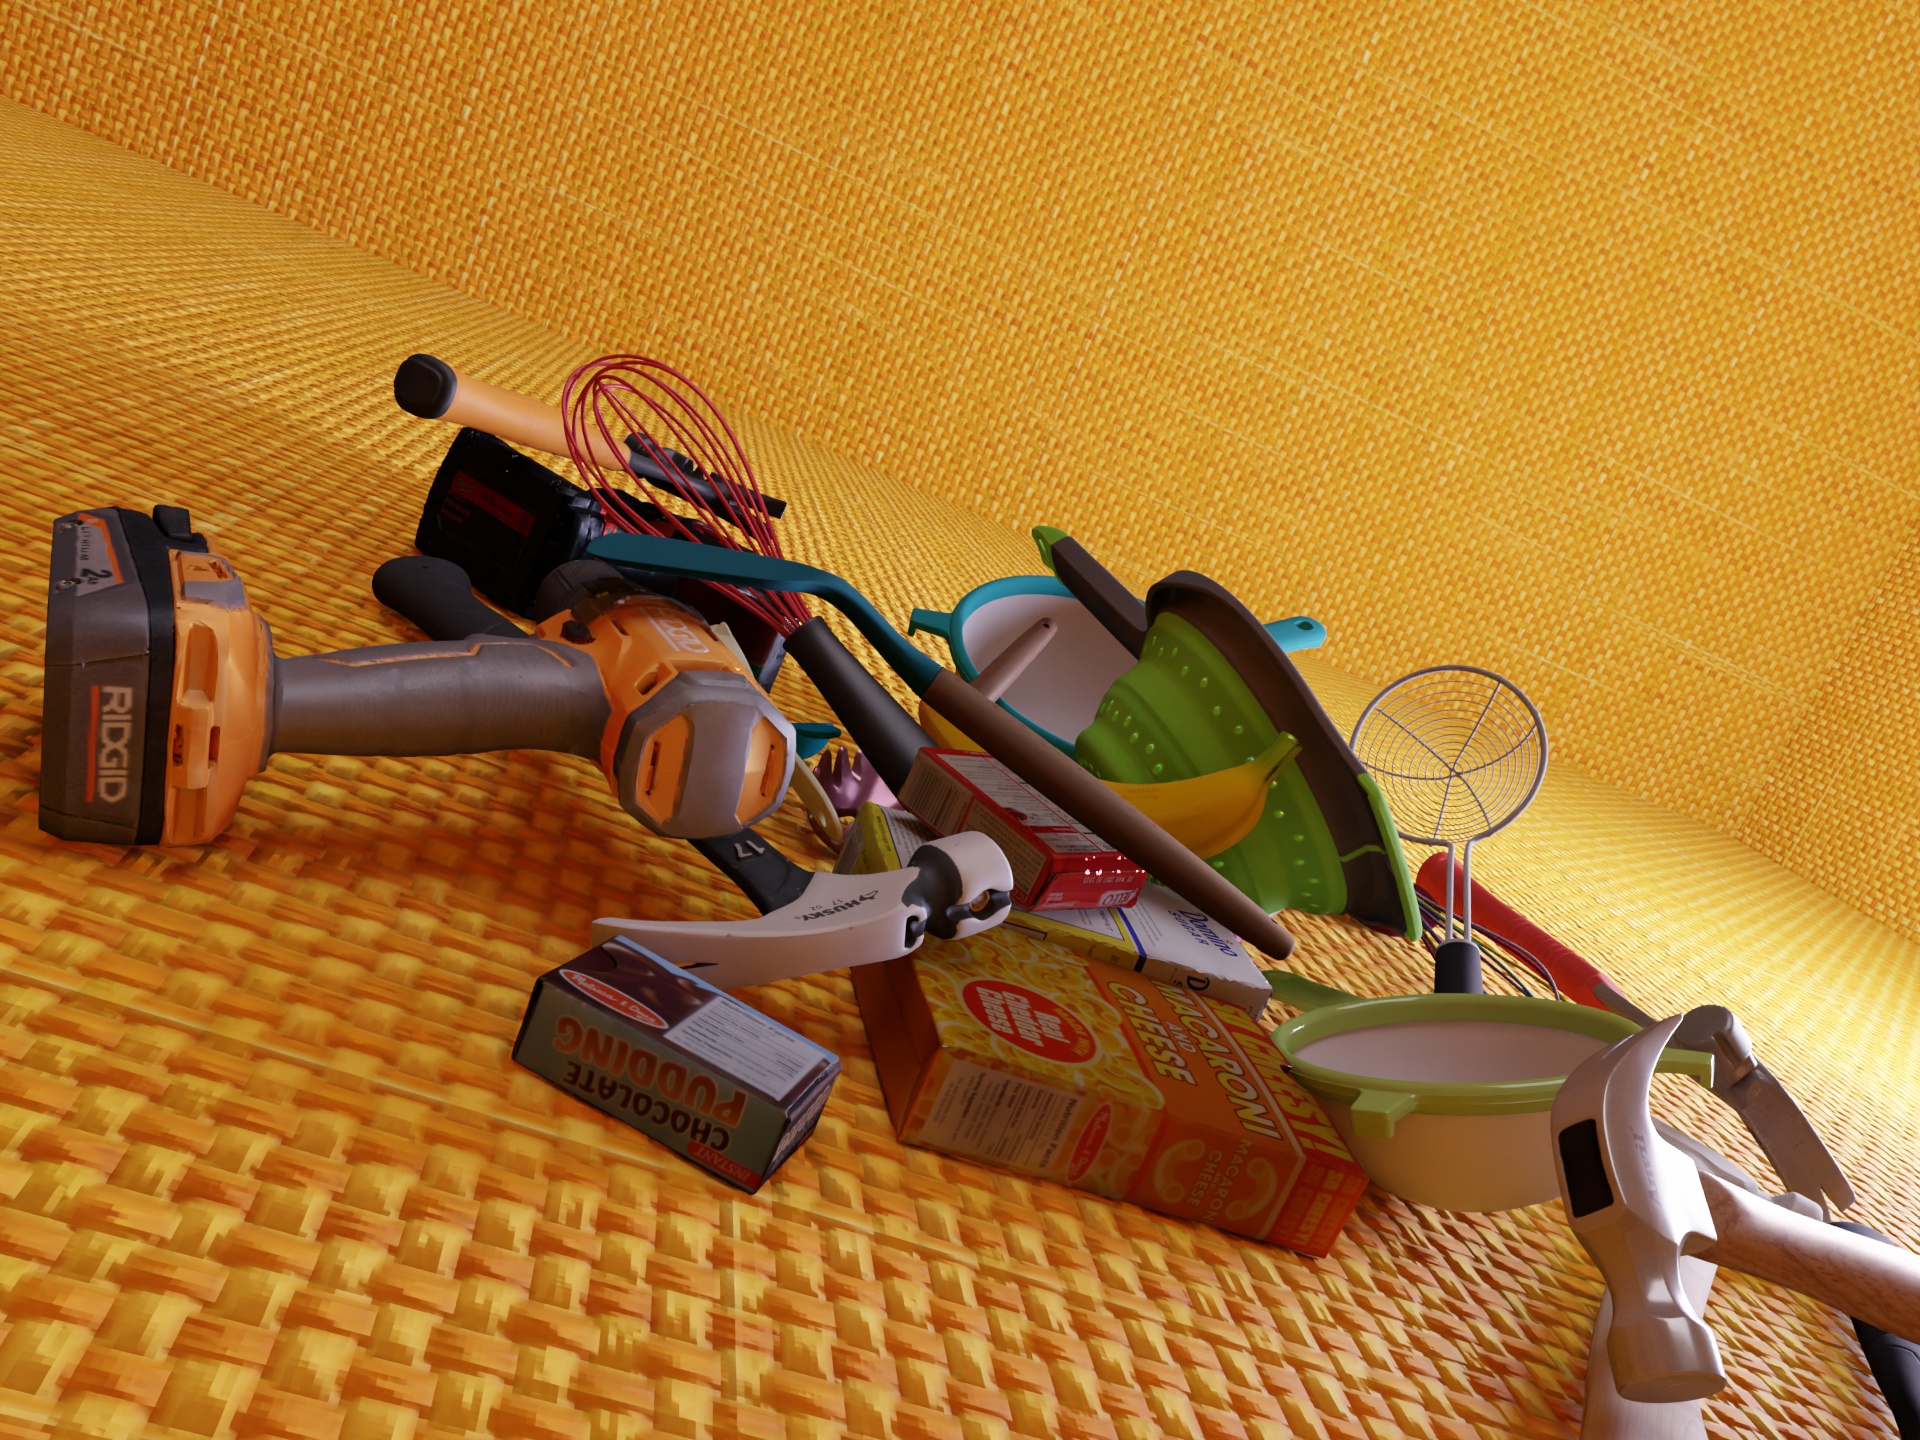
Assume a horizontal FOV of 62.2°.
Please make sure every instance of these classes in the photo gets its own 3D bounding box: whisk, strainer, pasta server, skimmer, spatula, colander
[{"bbox_3d":[0.293,0.122,1.000,0.245,0.047,0.051,50,-9,47],"label":"whisk"},{"bbox_3d":[0.126,-0.009,1.061,0.340,0.095,0.211,-14,46,-43],"label":"strainer"},{"bbox_3d":[-0.087,-0.056,0.745,0.296,0.073,0.073,50,16,6],"label":"whisk"},{"bbox_3d":[0.189,0.159,0.695,0.151,0.069,0.256,-5,1,-14],"label":"strainer"},{"bbox_3d":[-0.001,-0.003,0.854,0.060,0.040,0.316,37,32,5],"label":"pasta server"},{"bbox_3d":[0.284,0.079,0.930,0.127,0.090,0.363,-11,21,22],"label":"skimmer"},{"bbox_3d":[0.002,0.008,0.620,0.317,0.044,0.082,37,7,-10],"label":"spatula"},{"bbox_3d":[0.093,-0.004,0.866,0.204,0.094,0.398,64,-6,-36],"label":"colander"}]

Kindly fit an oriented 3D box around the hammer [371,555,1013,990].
[{"bbox_3d":[-0.161,0.003,0.665,0.149,0.036,0.409,-12,29,-36],"label":"hammer"}]

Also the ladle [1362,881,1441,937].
[{"bbox_3d":[0.197,0.106,1.001,0.315,0.031,0.069,12,24,-39],"label":"ladle"}]

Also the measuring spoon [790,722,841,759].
[{"bbox_3d":[-0.078,0.012,0.808,0.042,0.021,0.129,0,2,-14],"label":"measuring spoon"}]

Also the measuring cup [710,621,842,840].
[{"bbox_3d":[-0.099,0.015,0.702,0.038,0.083,0.168,-18,32,-21],"label":"measuring cup"}]

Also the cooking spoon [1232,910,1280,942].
[{"bbox_3d":[0.154,0.110,0.867,0.069,0.017,0.319,25,17,21],"label":"cooking spoon"}]

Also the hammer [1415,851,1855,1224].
[{"bbox_3d":[0.384,0.166,0.973,0.149,0.036,0.359,51,0,-19],"label":"hammer"}]

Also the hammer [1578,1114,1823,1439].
[{"bbox_3d":[0.259,0.218,0.613,0.146,0.038,0.410,28,13,23],"label":"hammer"}]

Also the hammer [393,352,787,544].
[{"bbox_3d":[-0.221,-0.163,0.959,0.127,0.034,0.336,28,7,14],"label":"hammer"}]

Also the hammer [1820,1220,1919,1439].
[{"bbox_3d":[0.389,0.274,0.633,0.146,0.035,0.334,28,12,19],"label":"hammer"}]

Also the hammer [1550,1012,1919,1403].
[{"bbox_3d":[0.326,0.199,0.574,0.331,0.031,0.130,25,46,-28],"label":"hammer"}]

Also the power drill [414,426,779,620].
[{"bbox_3d":[-0.231,-0.116,1.008,0.188,0.080,0.226,31,11,28],"label":"power drill"}]

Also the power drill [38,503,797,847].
[{"bbox_3d":[-0.191,-0.021,0.558,0.226,0.084,0.186,2,22,-29],"label":"power drill"}]
